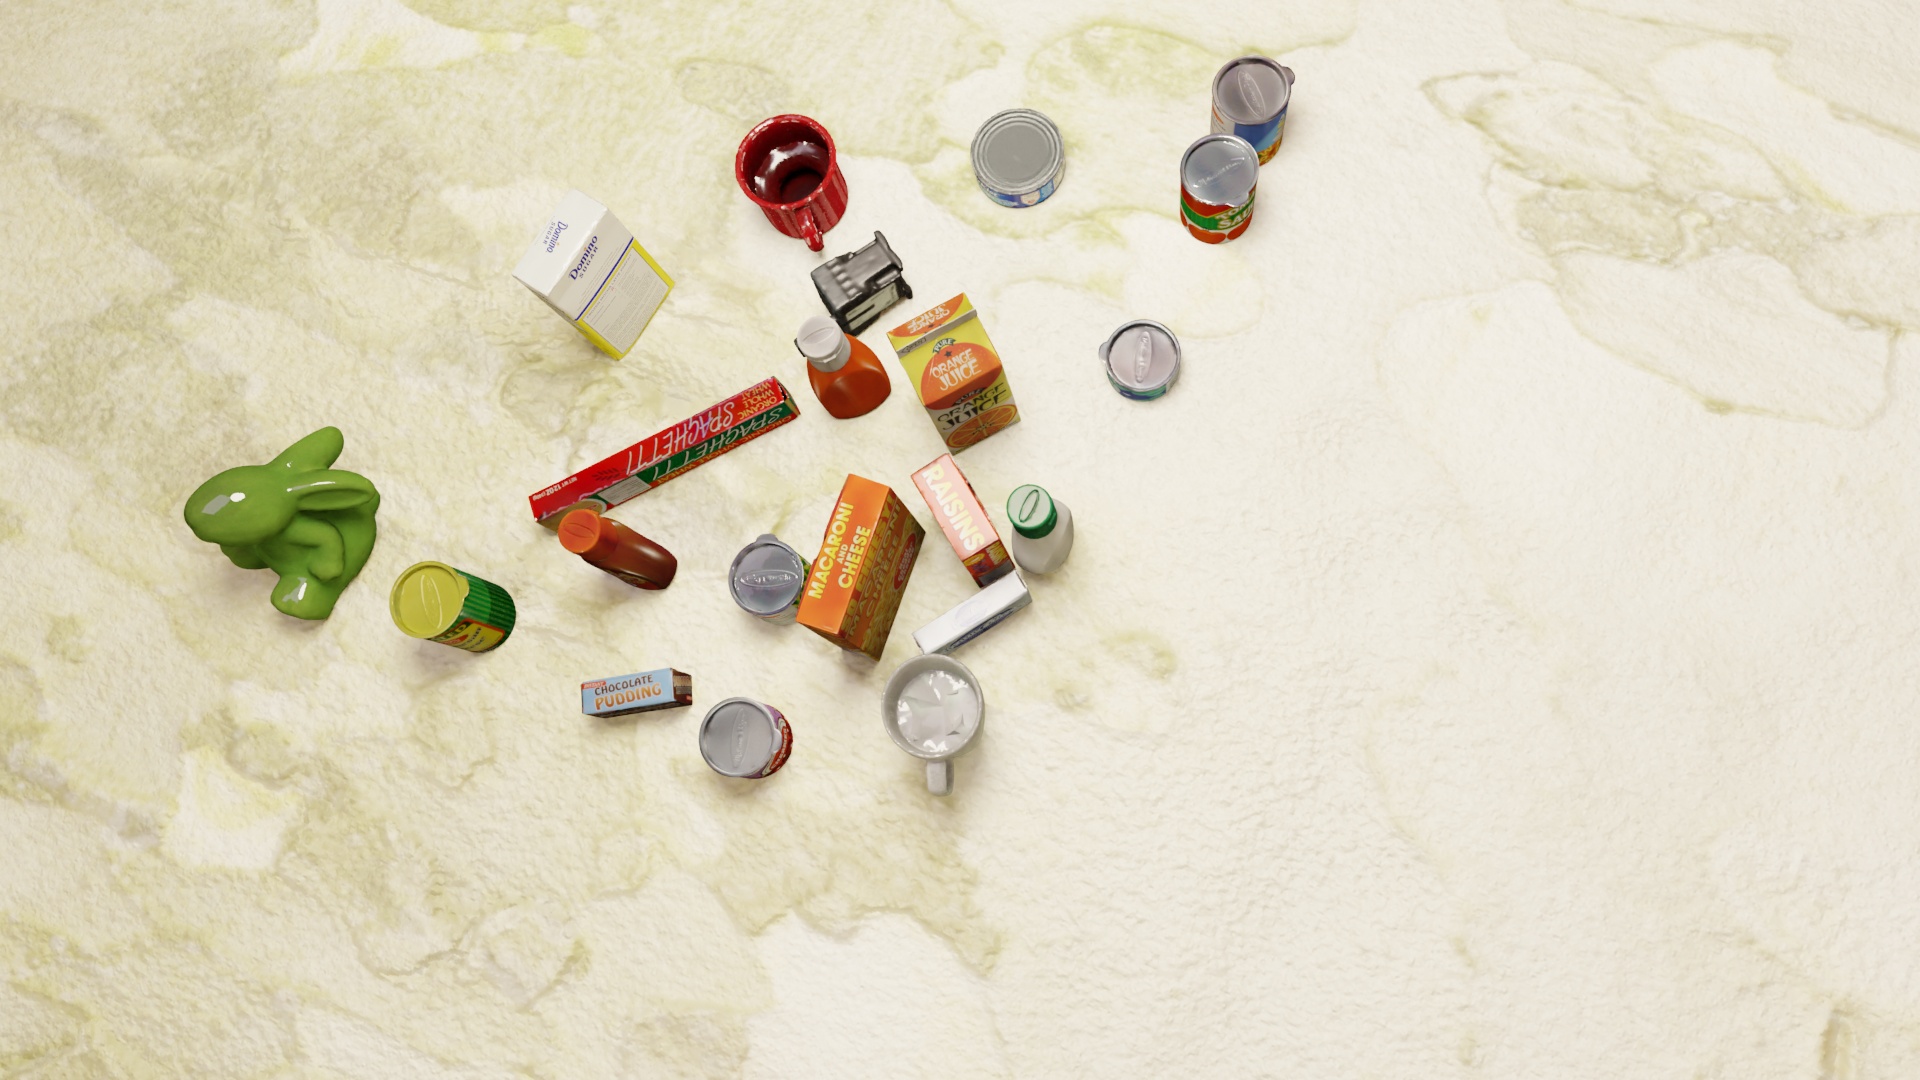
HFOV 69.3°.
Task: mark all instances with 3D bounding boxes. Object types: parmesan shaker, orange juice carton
[{"bbox_3d":[-0.437,0.059,1.210,0.071,0.103,0.071,-2,77,8],"label":"parmesan shaker"},{"bbox_3d":[-0.005,-0.140,1.148,0.072,0.192,0.073,-28,75,2],"label":"orange juice carton"}]

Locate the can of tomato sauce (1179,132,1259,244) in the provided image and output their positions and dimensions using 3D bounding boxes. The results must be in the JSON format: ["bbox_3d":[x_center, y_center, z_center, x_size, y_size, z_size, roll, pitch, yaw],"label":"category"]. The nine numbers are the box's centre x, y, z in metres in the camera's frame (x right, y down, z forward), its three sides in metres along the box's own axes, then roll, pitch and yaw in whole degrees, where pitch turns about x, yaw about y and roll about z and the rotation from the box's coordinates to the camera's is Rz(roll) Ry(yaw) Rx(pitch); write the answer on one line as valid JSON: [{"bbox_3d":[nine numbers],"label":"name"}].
[{"bbox_3d":[0.225,-0.303,1.208,0.071,0.083,0.071,-2,77,8],"label":"can of tomato sauce"}]

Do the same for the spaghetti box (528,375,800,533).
[{"bbox_3d":[-0.263,-0.076,1.244,0.250,0.050,0.029,-26,75,2],"label":"spaghetti box"}]

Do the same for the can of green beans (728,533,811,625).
[{"bbox_3d":[-0.160,0.037,1.199,0.071,0.057,0.071,-2,77,8],"label":"can of green beans"}]

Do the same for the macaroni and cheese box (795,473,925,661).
[{"bbox_3d":[-0.079,0.026,1.134,0.040,0.166,0.124,17,81,12],"label":"macaroni and cheese box"}]

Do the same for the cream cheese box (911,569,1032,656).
[{"bbox_3d":[0.011,0.065,1.170,0.104,0.053,0.024,-32,75,0],"label":"cream cheese box"}]

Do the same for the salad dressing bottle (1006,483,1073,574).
[{"bbox_3d":[0.064,-0.011,1.131,0.044,0.147,0.064,25,82,13],"label":"salad dressing bottle"}]

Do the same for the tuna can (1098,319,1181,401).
[{"bbox_3d":[0.156,-0.157,1.211,0.071,0.032,0.071,-2,77,8],"label":"tuna can"}]

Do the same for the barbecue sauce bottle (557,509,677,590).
[{"bbox_3d":[-0.294,0.007,1.178,0.065,0.148,0.044,18,81,12],"label":"barbecue sauce bottle"}]

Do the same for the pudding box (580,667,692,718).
[{"bbox_3d":[-0.279,0.132,1.199,0.084,0.049,0.030,-9,77,6],"label":"pudding box"}]

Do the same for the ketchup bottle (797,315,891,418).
[{"bbox_3d":[-0.103,-0.148,1.186,0.065,0.148,0.043,-26,75,2],"label":"ketchup bottle"}]

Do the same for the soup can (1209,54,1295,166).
[{"bbox_3d":[0.256,-0.376,1.220,0.071,0.083,0.071,-2,77,8],"label":"soup can"}]

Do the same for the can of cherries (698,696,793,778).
[{"bbox_3d":[-0.178,0.168,1.171,0.071,0.058,0.071,-2,77,8],"label":"can of cherries"}]

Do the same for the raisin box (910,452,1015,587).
[{"bbox_3d":[0.004,-0.014,1.153,0.040,0.123,0.086,-31,75,1],"label":"raisin box"}]
